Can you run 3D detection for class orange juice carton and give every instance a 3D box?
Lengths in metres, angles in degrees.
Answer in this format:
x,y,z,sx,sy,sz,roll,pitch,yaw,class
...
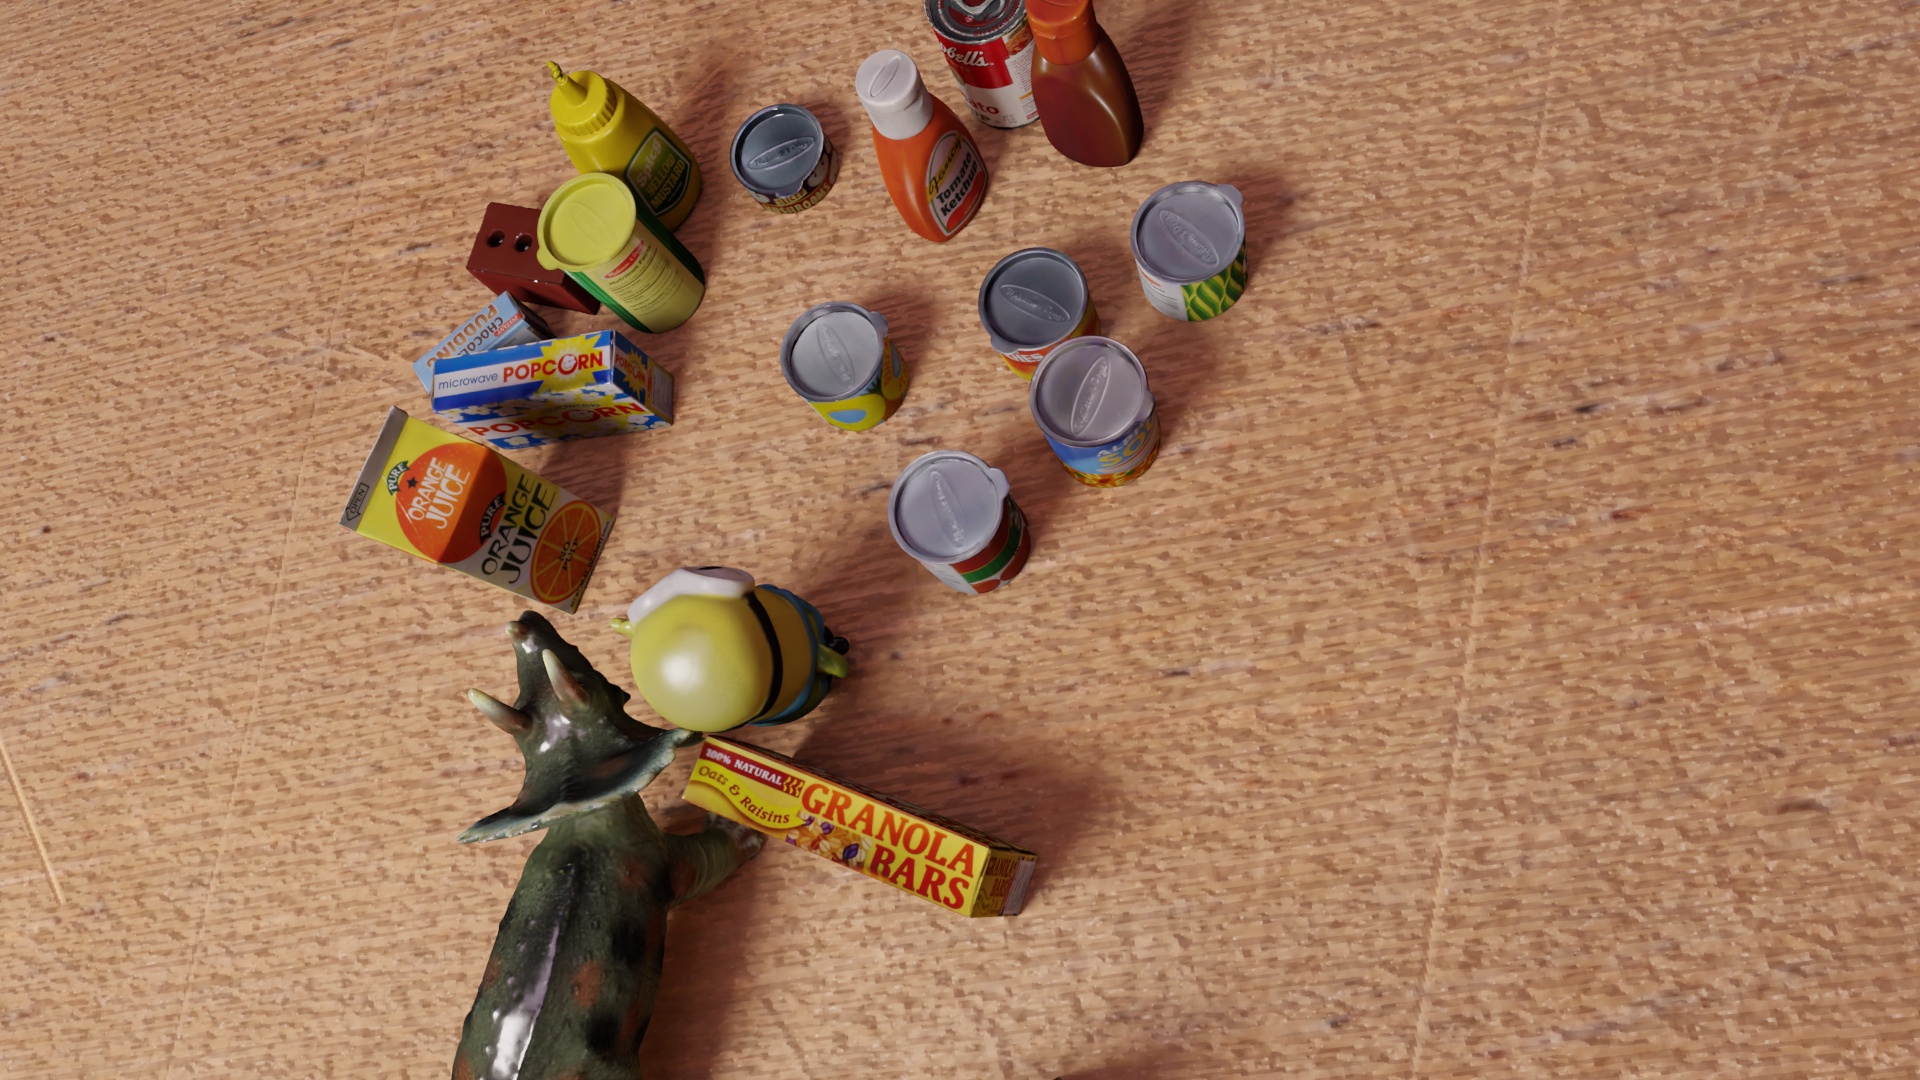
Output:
x,y,z,sx,sy,sz,roll,pitch,yaw,class
-0.292,-0.017,0.824,0.073,0.192,0.072,18,81,18,orange juice carton

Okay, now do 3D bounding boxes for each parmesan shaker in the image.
x,y,z,sx,sy,sz,roll,pitch,yaw,class
-0.219,-0.181,0.898,0.071,0.103,0.071,-4,75,13,parmesan shaker

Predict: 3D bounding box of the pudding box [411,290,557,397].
x,y,z,sx,sy,sz,roll,pitch,yaw,class
-0.319,-0.124,0.936,0.083,0.049,0.030,-38,70,2,pudding box

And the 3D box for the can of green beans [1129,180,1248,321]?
x,y,z,sx,sy,sz,roll,pitch,yaw,class
0.138,-0.171,0.829,0.071,0.057,0.071,-4,75,13,can of green beans

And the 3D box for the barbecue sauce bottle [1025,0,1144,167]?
x,y,z,sx,sy,sz,roll,pitch,yaw,class
0.070,-0.278,0.827,0.065,0.148,0.044,22,82,19,barbecue sauce bottle

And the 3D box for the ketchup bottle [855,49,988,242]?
x,y,z,sx,sy,sz,roll,pitch,yaw,class
-0.025,-0.240,0.841,0.043,0.148,0.065,31,85,20,ketchup bottle

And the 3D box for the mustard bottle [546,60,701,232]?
x,y,z,sx,sy,sz,roll,pitch,yaw,class
-0.221,-0.255,0.888,0.049,0.160,0.065,28,84,19,mustard bottle

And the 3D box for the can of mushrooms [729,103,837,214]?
x,y,z,sx,sy,sz,roll,pitch,yaw,class
-0.117,-0.252,0.929,0.071,0.033,0.071,-4,74,13,can of mushrooms

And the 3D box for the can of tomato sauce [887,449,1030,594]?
x,y,z,sx,sy,sz,roll,pitch,yaw,class
0.003,-0.010,0.806,0.071,0.083,0.071,-4,75,13,can of tomato sauce

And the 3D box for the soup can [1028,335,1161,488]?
x,y,z,sx,sy,sz,roll,pitch,yaw,class
0.082,-0.071,0.802,0.071,0.083,0.071,-4,75,13,soup can

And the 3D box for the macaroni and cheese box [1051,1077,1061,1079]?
x,y,z,sx,sy,sz,roll,pitch,yaw,class
-0.011,0.316,0.675,0.123,0.166,0.040,-30,70,5,macaroni and cheese box

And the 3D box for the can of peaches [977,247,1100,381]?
x,y,z,sx,sy,sz,roll,pitch,yaw,class
0.048,-0.133,0.841,0.071,0.058,0.071,-4,75,13,can of peaches

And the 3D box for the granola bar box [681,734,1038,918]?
x,y,z,sx,sy,sz,roll,pitch,yaw,class
-0.050,0.155,0.752,0.166,0.124,0.039,18,81,18,granola bar box

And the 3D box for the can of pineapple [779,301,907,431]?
x,y,z,sx,sy,sz,roll,pitch,yaw,class
-0.069,-0.108,0.864,0.071,0.057,0.071,-4,75,13,can of pineapple

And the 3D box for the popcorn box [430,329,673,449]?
x,y,z,sx,sy,sz,roll,pitch,yaw,class
-0.261,-0.095,0.894,0.127,0.085,0.038,-7,74,12,popcorn box
